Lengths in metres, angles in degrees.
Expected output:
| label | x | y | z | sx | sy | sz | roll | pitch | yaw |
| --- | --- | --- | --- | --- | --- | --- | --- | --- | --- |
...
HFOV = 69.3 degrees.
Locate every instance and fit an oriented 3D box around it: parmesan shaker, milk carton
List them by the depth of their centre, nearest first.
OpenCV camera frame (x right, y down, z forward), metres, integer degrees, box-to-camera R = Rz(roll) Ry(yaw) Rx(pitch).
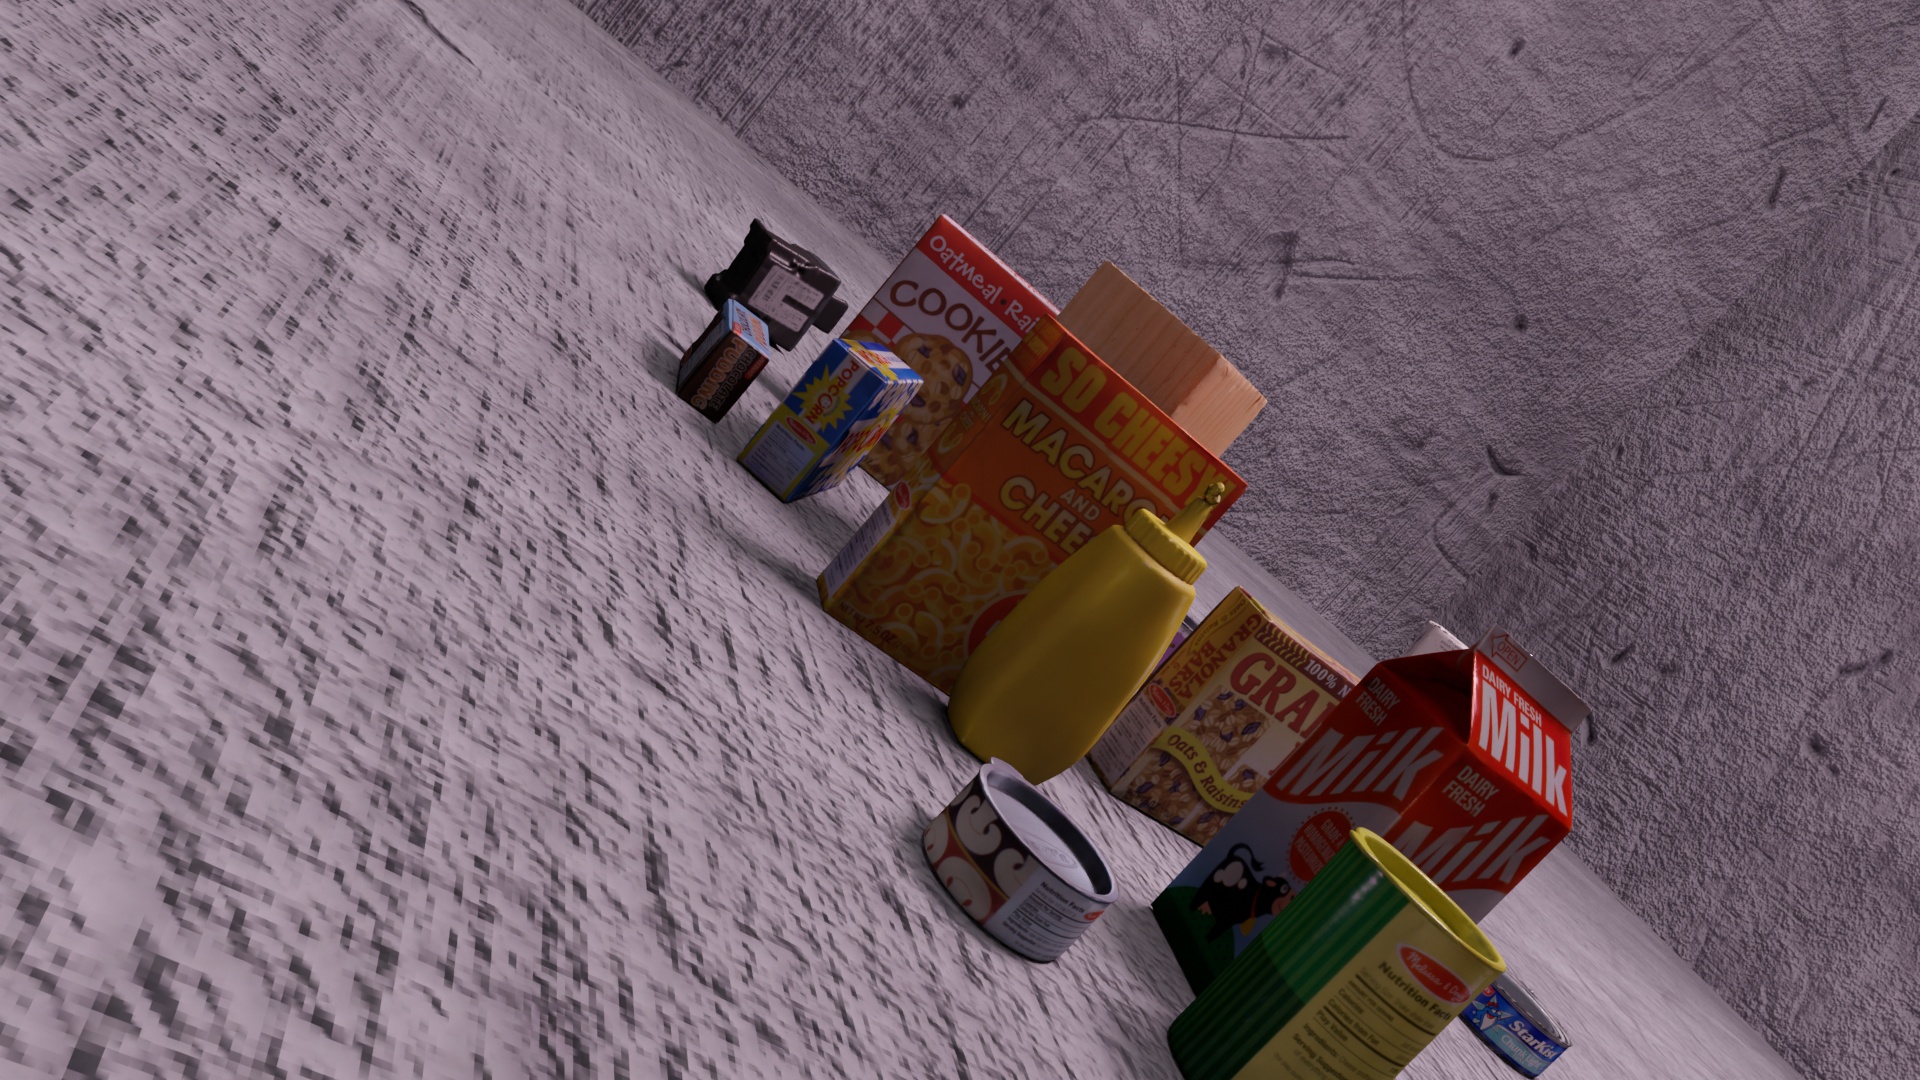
| label | x | y | z | sx | sy | sz | roll | pitch | yaw |
| --- | --- | --- | --- | --- | --- | --- | --- | --- | --- |
| parmesan shaker | 0.130 | 0.161 | 0.494 | 0.071 | 0.103 | 0.071 | 40 | 10 | -8 |
| milk carton | 0.176 | 0.122 | 0.577 | 0.072 | 0.190 | 0.074 | 37 | 11 | -24 |

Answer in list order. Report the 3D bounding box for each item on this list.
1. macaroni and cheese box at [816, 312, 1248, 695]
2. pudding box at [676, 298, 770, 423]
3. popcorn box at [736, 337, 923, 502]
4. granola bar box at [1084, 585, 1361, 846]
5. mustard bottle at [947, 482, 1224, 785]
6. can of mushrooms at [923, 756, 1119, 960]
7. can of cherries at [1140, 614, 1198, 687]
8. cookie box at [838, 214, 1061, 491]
| label | x | y | z | sx | sy | sz | roll | pitch | yaw |
| --- | --- | --- | --- | --- | --- | --- | --- | --- | --- |
| macaroni and cheese box | 0.033 | -0.004 | 0.653 | 0.123 | 0.166 | 0.040 | 37 | 11 | -24 |
| pudding box | -0.135 | -0.104 | 0.792 | 0.030 | 0.049 | 0.084 | 37 | 11 | -20 |
| popcorn box | -0.070 | -0.069 | 0.783 | 0.038 | 0.085 | 0.127 | 41 | 10 | 2 |
| granola bar box | 0.166 | 0.114 | 0.765 | 0.165 | 0.124 | 0.039 | 34 | 12 | -34 |
| mustard bottle | 0.063 | 0.035 | 0.617 | 0.065 | 0.160 | 0.049 | 37 | 11 | -25 |
| can of mushrooms | 0.020 | 0.113 | 0.495 | 0.071 | 0.033 | 0.071 | 40 | 10 | -8 |
| can of cherries | 0.142 | 0.073 | 1.031 | 0.071 | 0.058 | 0.071 | 40 | 10 | -8 |
| cookie box | -0.018 | -0.120 | 0.948 | 0.123 | 0.167 | 0.040 | 40 | 10 | -8 |
